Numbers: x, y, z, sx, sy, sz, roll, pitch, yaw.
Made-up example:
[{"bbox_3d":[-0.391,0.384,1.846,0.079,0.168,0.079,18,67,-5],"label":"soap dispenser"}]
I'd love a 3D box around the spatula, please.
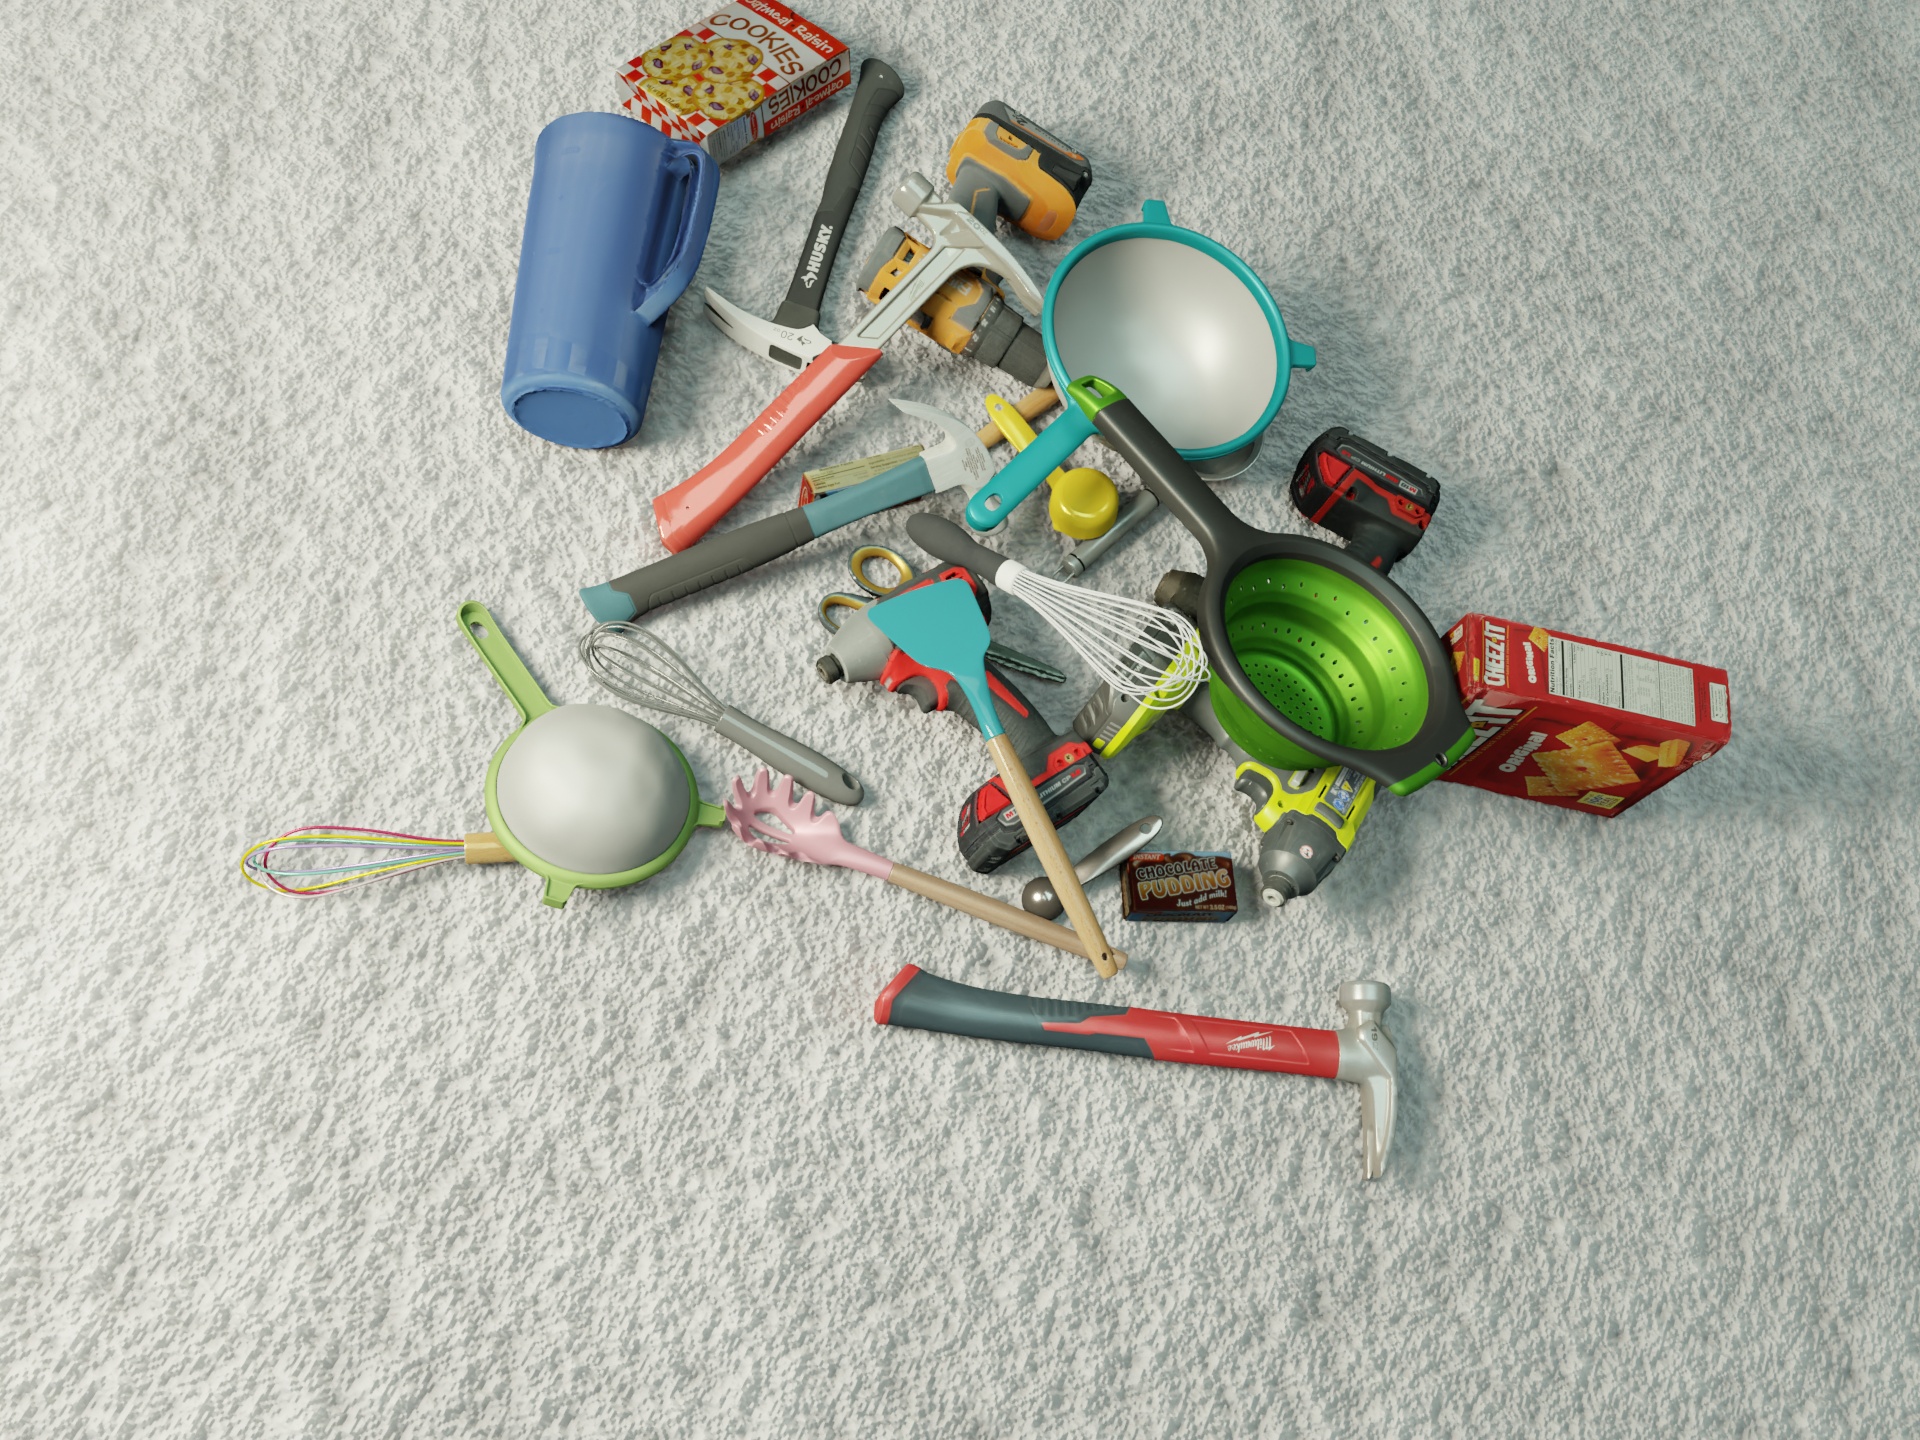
[{"bbox_3d":[0.035,0.038,1.132,0.082,0.044,0.318,-21,78,-20],"label":"spatula"}]

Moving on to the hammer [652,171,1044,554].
[{"bbox_3d":[-0.101,-0.259,1.253,0.149,0.037,0.359,44,82,-6],"label":"hammer"}]

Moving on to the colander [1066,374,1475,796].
[{"bbox_3d":[0.200,-0.092,1.185,0.204,0.094,0.397,-29,73,-37],"label":"colander"}]

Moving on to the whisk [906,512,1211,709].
[{"bbox_3d":[0.061,-0.090,1.141,0.285,0.070,0.070,32,62,33],"label":"whisk"}]

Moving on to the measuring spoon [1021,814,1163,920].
[{"bbox_3d":[0.098,0.106,1.184,0.124,0.018,0.034,-34,68,-2],"label":"measuring spoon"}]

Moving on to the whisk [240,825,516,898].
[{"bbox_3d":[-0.367,0.093,1.107,0.245,0.051,0.047,-3,104,-17],"label":"whisk"}]

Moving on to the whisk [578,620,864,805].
[{"bbox_3d":[-0.175,-0.002,1.178,0.239,0.055,0.055,31,65,-5],"label":"whisk"}]

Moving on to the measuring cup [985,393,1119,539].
[{"bbox_3d":[0.071,-0.216,1.303,0.062,0.029,0.156,-36,77,-13],"label":"measuring cup"}]

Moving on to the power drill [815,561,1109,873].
[{"bbox_3d":[-0.002,-0.004,1.191,0.143,0.078,0.220,-30,80,-21],"label":"power drill"}]

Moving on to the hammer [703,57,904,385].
[{"bbox_3d":[-0.114,-0.447,1.381,0.146,0.035,0.335,16,65,-6],"label":"hammer"}]

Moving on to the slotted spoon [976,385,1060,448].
[{"bbox_3d":[0.113,-0.306,1.375,0.314,0.031,0.070,-38,75,-21],"label":"slotted spoon"}]

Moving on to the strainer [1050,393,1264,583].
[{"bbox_3d":[0.166,-0.193,1.333,0.258,0.050,0.087,-42,68,-17],"label":"strainer"}]

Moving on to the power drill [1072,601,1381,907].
[{"bbox_3d":[0.206,0.028,1.218,0.223,0.080,0.171,38,53,3],"label":"power drill"}]

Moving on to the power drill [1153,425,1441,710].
[{"bbox_3d":[0.279,-0.130,1.312,0.188,0.080,0.227,29,68,1],"label":"power drill"}]

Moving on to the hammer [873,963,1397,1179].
[{"bbox_3d":[0.128,0.240,1.146,0.386,0.038,0.143,8,68,-9],"label":"hammer"}]

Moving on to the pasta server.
[{"bbox_3d":[-0.024,0.117,1.160,0.316,0.040,0.060,21,55,-1],"label":"pasta server"}]

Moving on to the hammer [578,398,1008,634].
[{"bbox_3d":[-0.129,-0.145,1.217,0.331,0.128,0.033,-24,30,-8],"label":"hammer"}]

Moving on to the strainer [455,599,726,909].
[{"bbox_3d":[-0.285,-0.002,1.129,0.151,0.069,0.256,-27,70,-34],"label":"strainer"}]

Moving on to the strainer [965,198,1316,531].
[{"bbox_3d":[0.114,-0.250,1.281,0.211,0.095,0.340,45,69,1],"label":"strainer"}]

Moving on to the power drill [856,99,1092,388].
[{"bbox_3d":[0.036,-0.400,1.359,0.185,0.084,0.226,31,62,-8],"label":"power drill"}]
